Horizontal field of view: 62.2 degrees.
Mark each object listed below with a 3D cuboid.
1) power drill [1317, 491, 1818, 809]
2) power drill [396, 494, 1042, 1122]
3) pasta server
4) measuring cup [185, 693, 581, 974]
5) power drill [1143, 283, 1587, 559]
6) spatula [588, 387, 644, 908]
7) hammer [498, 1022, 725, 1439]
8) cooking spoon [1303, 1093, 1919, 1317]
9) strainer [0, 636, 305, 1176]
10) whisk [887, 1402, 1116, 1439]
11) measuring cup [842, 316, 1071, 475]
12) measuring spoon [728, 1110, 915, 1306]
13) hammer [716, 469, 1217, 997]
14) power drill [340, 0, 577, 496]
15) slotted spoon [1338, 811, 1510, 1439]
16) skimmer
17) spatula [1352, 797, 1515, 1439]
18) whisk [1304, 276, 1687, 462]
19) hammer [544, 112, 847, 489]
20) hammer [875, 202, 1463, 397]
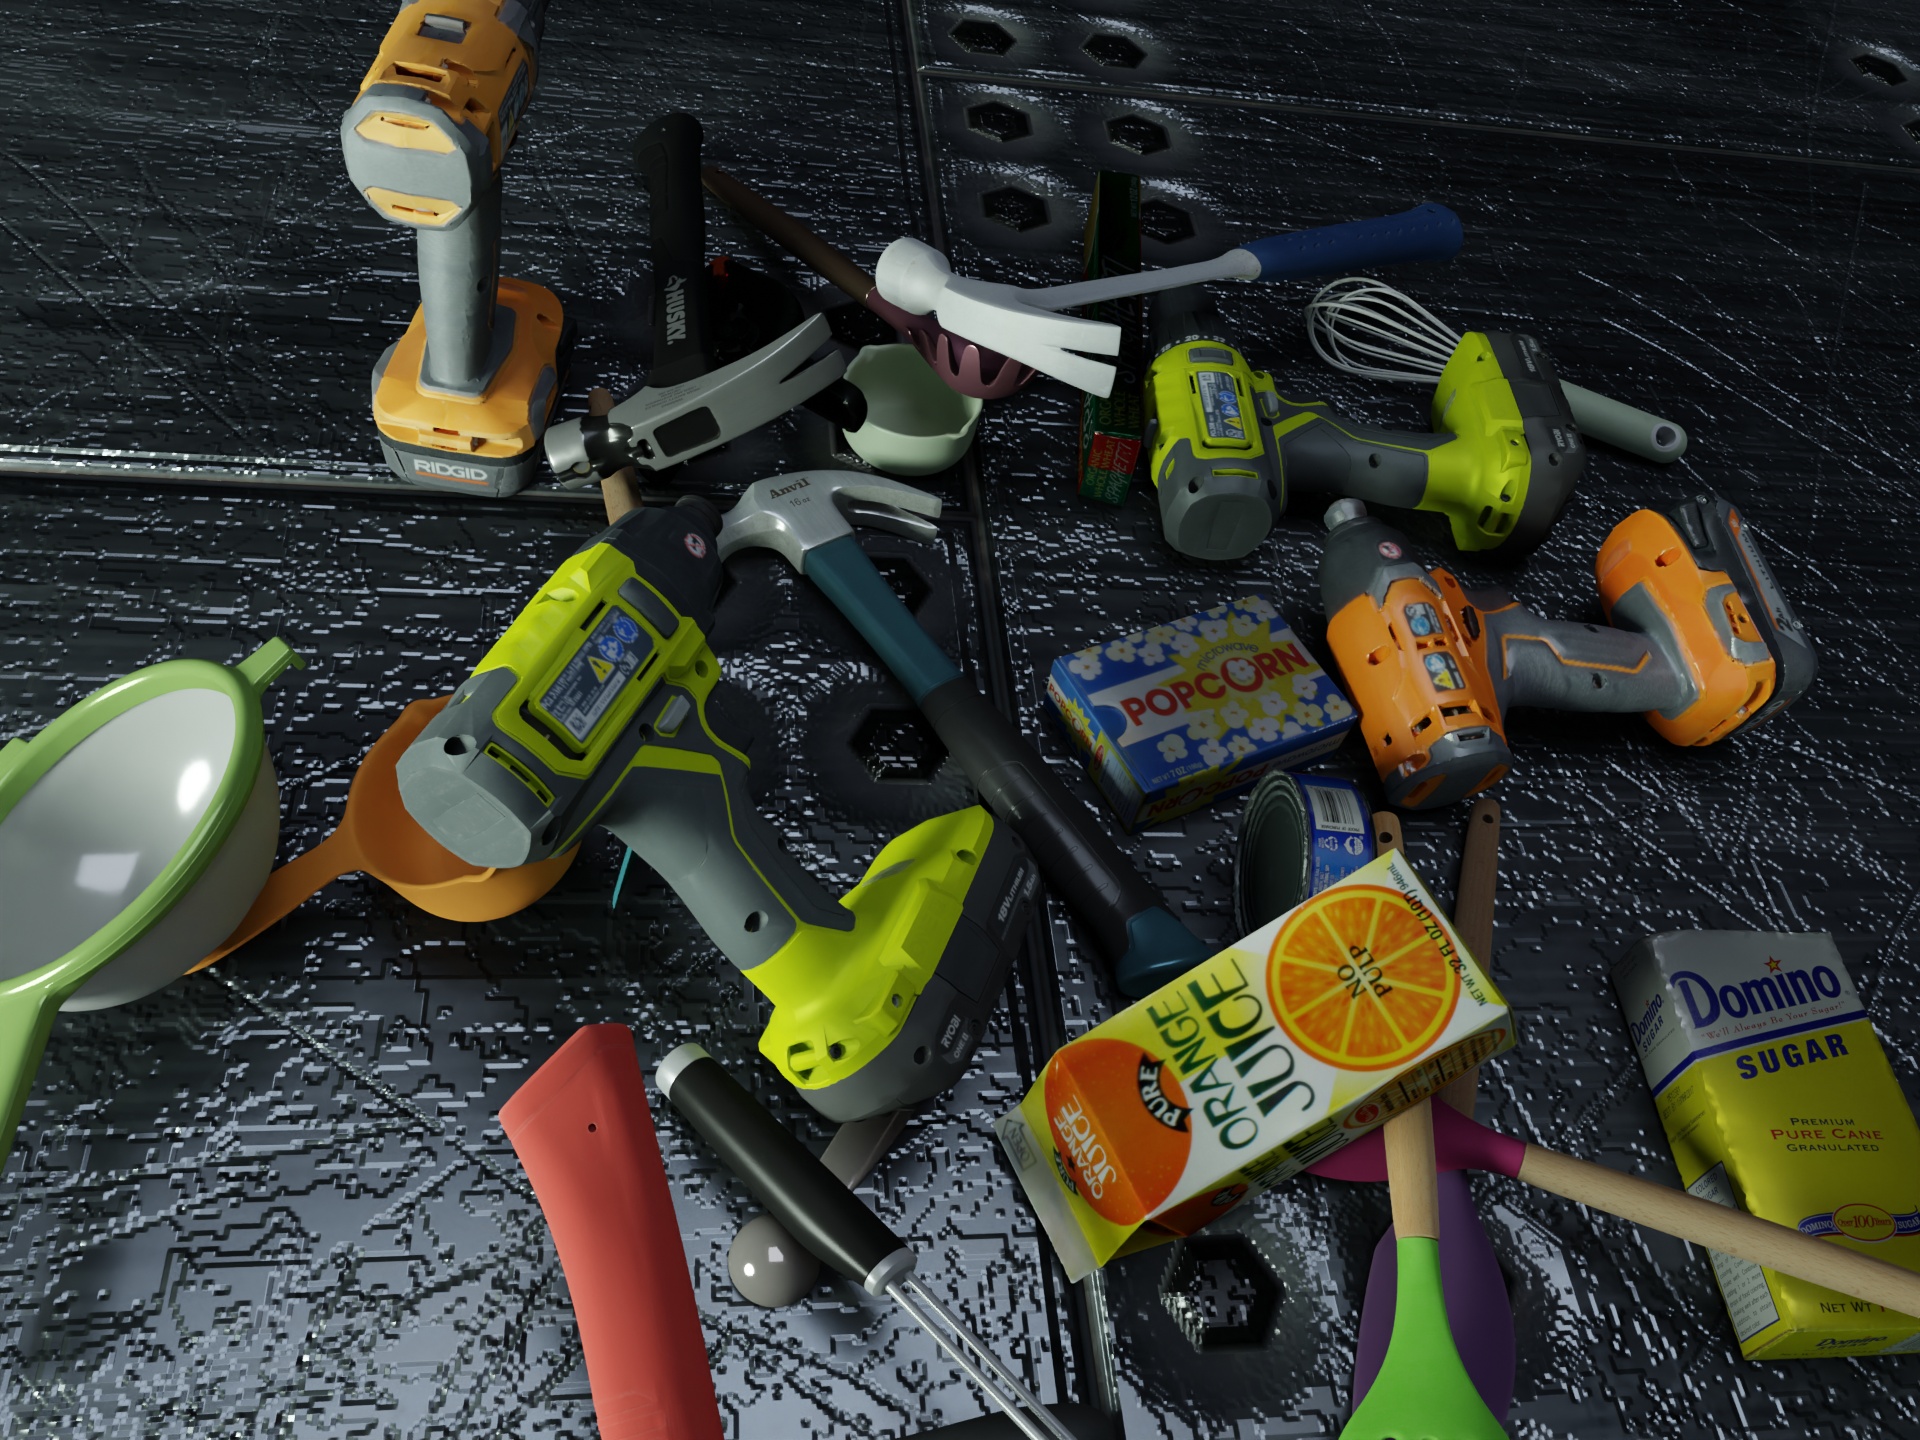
[{"bbox_3d":[0.293,-0.051,0.804,0.226,0.084,0.164,-9,65,-15],"label":"power drill"},{"bbox_3d":[-0.077,0.030,0.602,0.223,0.080,0.171,46,46,-20],"label":"power drill"},{"bbox_3d":[-0.061,-0.256,0.893,0.060,0.040,0.316,-18,46,-34],"label":"pasta server"},{"bbox_3d":[-0.232,0.061,0.646,0.173,0.052,0.095,-33,59,-3],"label":"measuring cup"},{"bbox_3d":[0.213,-0.172,0.896,0.228,0.080,0.191,3,52,-6],"label":"power drill"},{"bbox_3d":[-0.158,-0.060,0.748,0.044,0.082,0.318,1,46,-25],"label":"spatula"},{"bbox_3d":[-0.065,0.264,0.462,0.149,0.036,0.359,-6,67,-27],"label":"hammer"},{"bbox_3d":[0.247,0.182,0.627,0.319,0.017,0.069,16,53,17],"label":"cooking spoon"},{"bbox_3d":[-0.305,0.094,0.567,0.151,0.069,0.257,-18,48,16],"label":"strainer"},{"bbox_3d":[-0.085,0.257,0.511,0.295,0.073,0.073,-2,53,-19],"label":"whisk"},{"bbox_3d":[0.005,-0.186,0.888,0.167,0.038,0.083,-31,64,-32],"label":"measuring cup"},{"bbox_3d":[-0.044,0.169,0.612,0.034,0.018,0.124,31,53,13],"label":"measuring spoon"},{"bbox_3d":[-0.001,-0.002,0.746,0.128,0.033,0.331,-26,62,-27],"label":"hammer"},{"bbox_3d":[-0.231,-0.245,0.762,0.084,0.226,0.186,9,51,-5],"label":"power drill"},{"bbox_3d":[0.173,0.175,0.616,0.070,0.031,0.314,-2,58,11],"label":"slotted spoon"},{"bbox_3d":[0.033,0.199,0.519,0.364,0.090,0.127,35,16,30],"label":"skimmer"},{"bbox_3d":[0.211,0.159,0.672,0.060,0.018,0.316,15,52,6],"label":"spatula"},{"bbox_3d":[0.326,-0.209,0.969,0.246,0.059,0.058,21,88,0],"label":"whisk"},{"bbox_3d":[-0.149,-0.251,0.870,0.146,0.035,0.335,-18,44,6],"label":"hammer"},{"bbox_3d":[0.154,-0.248,0.880,0.405,0.035,0.144,-21,43,-37],"label":"hammer"}]
